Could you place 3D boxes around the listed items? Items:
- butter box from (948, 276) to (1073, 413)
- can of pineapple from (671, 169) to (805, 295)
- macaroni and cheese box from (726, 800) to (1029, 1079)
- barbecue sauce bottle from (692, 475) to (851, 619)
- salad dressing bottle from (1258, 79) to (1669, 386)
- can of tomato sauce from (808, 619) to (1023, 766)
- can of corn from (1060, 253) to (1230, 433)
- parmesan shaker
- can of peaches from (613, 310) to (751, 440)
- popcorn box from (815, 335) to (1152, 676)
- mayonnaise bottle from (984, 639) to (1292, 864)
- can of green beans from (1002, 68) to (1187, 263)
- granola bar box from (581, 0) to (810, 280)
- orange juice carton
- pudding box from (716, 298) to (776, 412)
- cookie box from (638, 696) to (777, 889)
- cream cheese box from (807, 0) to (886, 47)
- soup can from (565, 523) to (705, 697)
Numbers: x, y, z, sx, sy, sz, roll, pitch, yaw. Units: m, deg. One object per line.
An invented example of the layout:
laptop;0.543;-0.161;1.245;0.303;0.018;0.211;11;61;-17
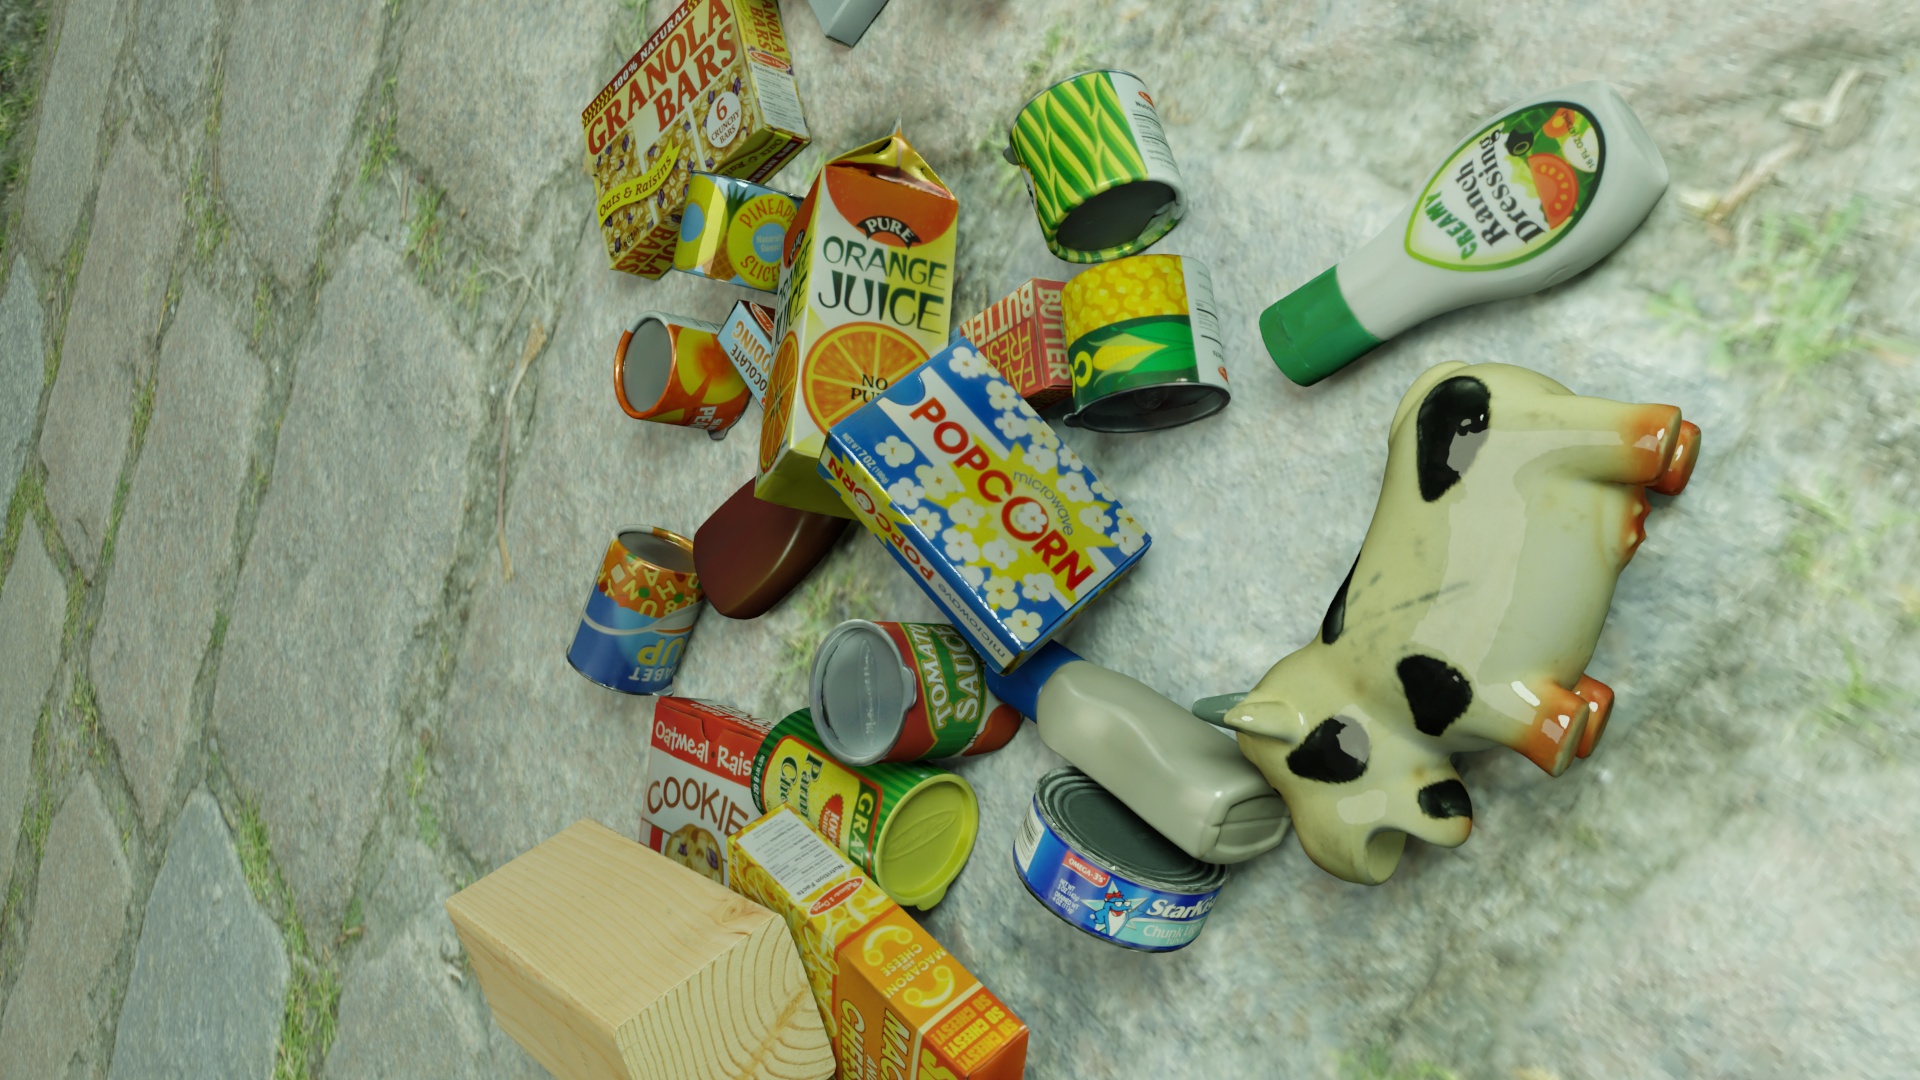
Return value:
butter box;0.020;-0.083;0.660;0.103;0.024;0.053;-21;71;58
can of pineapple;-0.127;-0.176;0.798;0.071;0.071;0.057;21;101;43
macaroni and cheese box;-0.044;0.220;0.653;0.167;0.040;0.123;35;137;34
barbecue sauce bottle;-0.089;-0.017;0.762;0.148;0.044;0.065;-39;61;33
salad dressing bottle;0.180;-0.108;0.515;0.147;0.044;0.064;-33;66;37
can of tomato sauce;-0.018;0.071;0.658;0.071;0.083;0.071;-5;83;43
can of corn;0.076;-0.083;0.594;0.071;0.071;0.058;-17;74;41
parmesan shaker;-0.050;0.133;0.695;0.103;0.071;0.071;19;99;43
can of peaches;-0.167;-0.099;0.833;0.071;0.058;0.071;-6;82;43
popcorn box;0.010;-0.016;0.607;0.127;0.085;0.038;48;153;7
mayonnaise bottle;0.070;0.083;0.591;0.148;0.065;0.041;31;108;45
can of green beans;0.061;-0.165;0.619;0.071;0.071;0.058;-32;66;37
granola bar box;-0.171;-0.258;0.866;0.165;0.039;0.124;-29;66;38
orange juice carton;-0.049;-0.113;0.686;0.071;0.073;0.193;141;136;-62
pudding box;-0.094;-0.094;0.770;0.030;0.050;0.084;-52;55;25
cookie box;-0.135;0.183;0.787;0.123;0.040;0.167;10;93;44
cream cheese box;-0.048;-0.331;0.767;0.103;0.024;0.053;-43;59;32
soup can;-0.190;0.042;0.838;0.071;0.071;0.083;38;111;39
